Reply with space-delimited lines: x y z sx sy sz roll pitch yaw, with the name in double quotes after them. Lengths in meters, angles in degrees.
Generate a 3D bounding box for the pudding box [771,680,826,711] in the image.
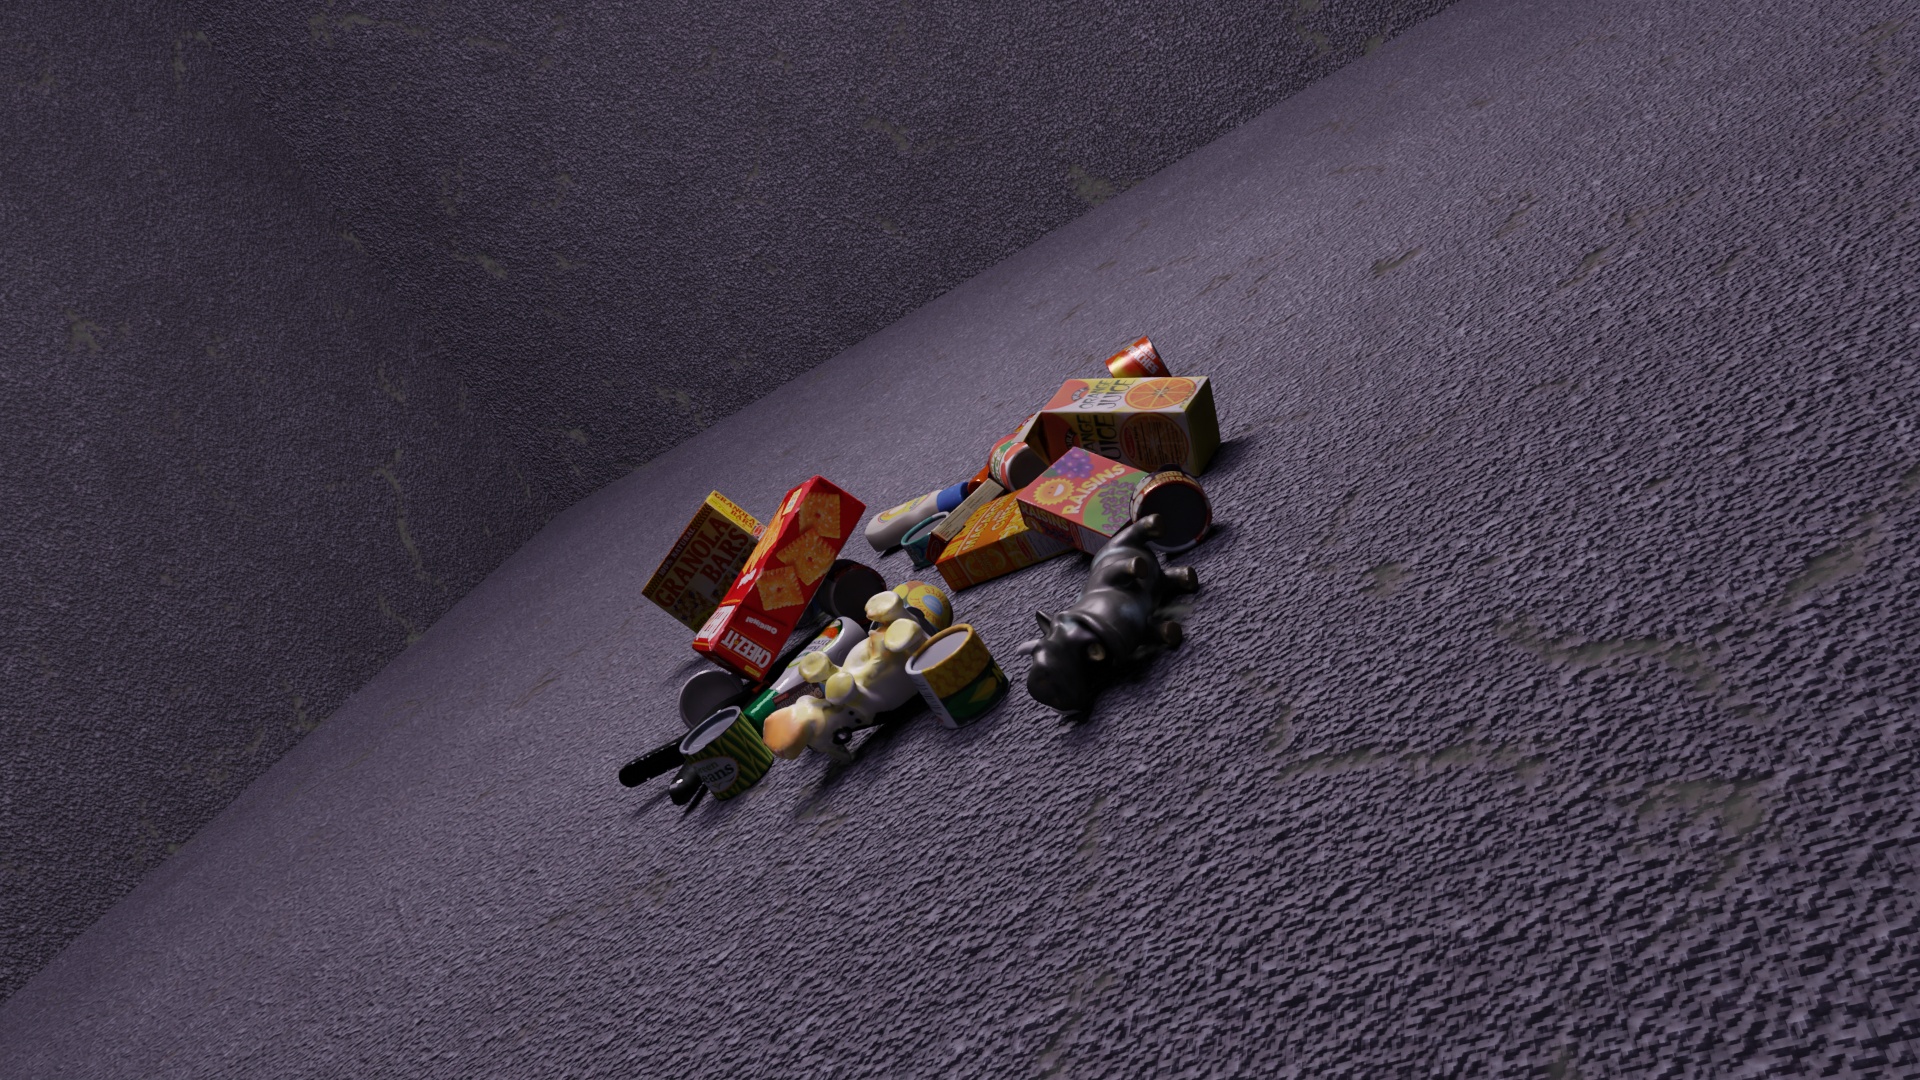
-0.130 0.144 1.263 0.049 0.030 0.084 -29 -11 13 "pudding box"

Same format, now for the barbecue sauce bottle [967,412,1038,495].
0.063 -0.095 1.633 0.064 0.043 0.149 -14 25 47 "barbecue sauce bottle"

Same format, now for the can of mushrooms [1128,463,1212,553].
0.176 -0.027 1.165 0.071 0.071 0.033 -31 18 9 "can of mushrooms"

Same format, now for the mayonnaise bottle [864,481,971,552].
-0.044 -0.031 1.650 0.147 0.041 0.065 -22 18 37 "mayonnaise bottle"

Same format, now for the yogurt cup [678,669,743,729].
-0.262 0.168 1.446 0.072 0.072 0.054 -37 8 -15 "yogurt cup"

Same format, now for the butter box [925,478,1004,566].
0.005 -0.019 1.509 0.104 0.024 0.052 -43 -18 -32 "butter box"

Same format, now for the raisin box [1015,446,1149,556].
0.124 -0.033 1.262 0.086 0.040 0.123 -41 42 -24 "raisin box"

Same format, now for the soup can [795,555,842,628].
-0.180 0.054 1.623 0.071 0.071 0.084 -20 19 38 "soup can"

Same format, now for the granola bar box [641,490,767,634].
-0.293 0.037 1.685 0.165 0.124 0.039 -50 8 27 "granola bar box"

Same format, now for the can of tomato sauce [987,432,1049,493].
0.070 -0.080 1.531 0.071 0.071 0.083 -34 16 -4 "can of tomato sauce"

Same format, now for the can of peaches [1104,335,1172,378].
0.207 -0.195 1.605 0.058 0.071 0.071 -31 16 12 "can of peaches"

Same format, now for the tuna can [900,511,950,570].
-0.033 0.000 1.555 0.071 0.032 0.071 -30 16 9 "tuna can"

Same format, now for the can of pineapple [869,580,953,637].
-0.043 0.077 1.284 0.071 0.071 0.058 -26 17 25 "can of pineapple"

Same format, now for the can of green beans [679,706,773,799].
-0.215 0.196 1.280 0.071 0.057 0.071 -30 16 10 "can of green beans"

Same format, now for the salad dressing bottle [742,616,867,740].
-0.152 0.136 1.362 0.148 0.044 0.064 -44 18 -33 "salad dressing bottle"

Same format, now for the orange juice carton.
0.148 -0.111 1.355 0.192 0.072 0.072 3 33 30 "orange juice carton"

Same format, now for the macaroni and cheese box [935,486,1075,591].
0.068 -0.017 1.397 0.166 0.040 0.124 -21 20 35 "macaroni and cheese box"

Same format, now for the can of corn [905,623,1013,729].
-0.001 0.108 1.128 0.071 0.058 0.071 -30 16 10 "can of corn"

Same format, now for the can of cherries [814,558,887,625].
-0.116 0.054 1.495 0.072 0.071 0.058 -37 16 -15 "can of cherries"
